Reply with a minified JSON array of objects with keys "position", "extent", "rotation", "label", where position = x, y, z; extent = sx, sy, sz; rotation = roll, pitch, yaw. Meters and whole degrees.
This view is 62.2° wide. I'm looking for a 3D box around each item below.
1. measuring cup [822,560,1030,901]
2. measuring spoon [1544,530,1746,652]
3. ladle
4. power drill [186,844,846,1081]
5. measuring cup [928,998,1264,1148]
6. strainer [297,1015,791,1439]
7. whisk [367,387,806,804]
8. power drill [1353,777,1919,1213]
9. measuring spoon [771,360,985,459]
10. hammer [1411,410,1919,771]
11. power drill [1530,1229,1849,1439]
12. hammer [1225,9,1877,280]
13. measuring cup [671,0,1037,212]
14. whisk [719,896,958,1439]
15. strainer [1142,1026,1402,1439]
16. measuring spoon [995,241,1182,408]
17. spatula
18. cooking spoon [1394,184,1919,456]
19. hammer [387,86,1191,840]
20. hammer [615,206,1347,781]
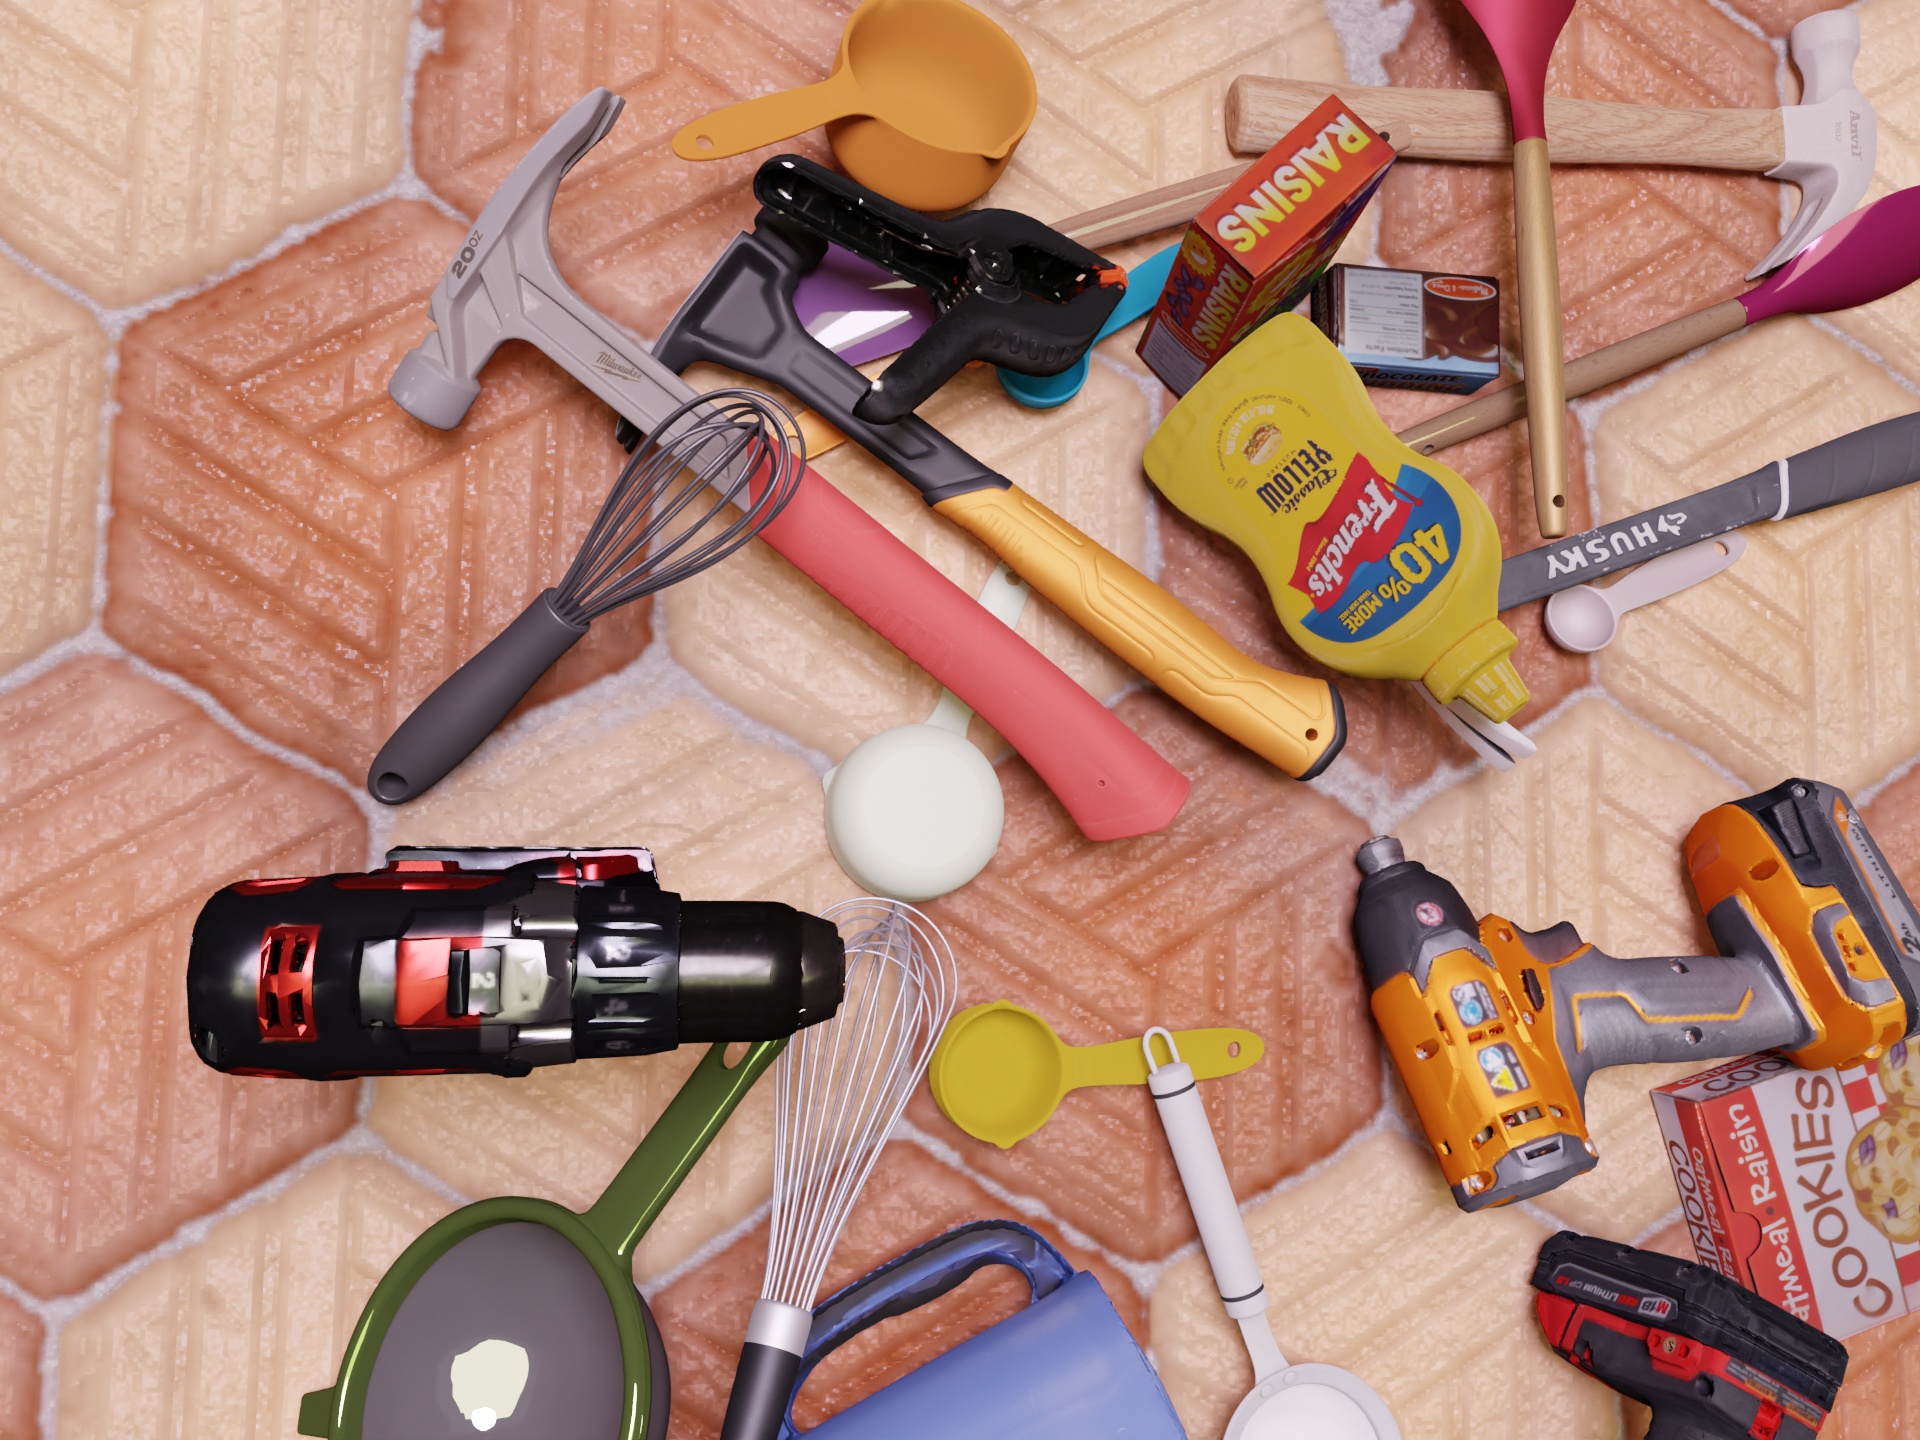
[{"position":[-0.001,-0.002,0.686],"extent":[0.083,0.038,0.168],"rotation":[24,80,-7],"label":"measuring cup"},{"position":[0.329,-0.063,0.765],"extent":[0.124,0.018,0.034],"rotation":[-24,75,-18],"label":"measuring spoon"},{"position":[0.260,-0.238,0.726],"extent":[0.069,0.031,0.315],"rotation":[0,83,-8],"label":"ladle"},{"position":[-0.142,0.083,0.557],"extent":[0.188,0.226,0.080],"rotation":[1,85,-10],"label":"power drill"},{"position":[0.059,0.148,0.695],"extent":[0.156,0.029,0.062],"rotation":[0,86,-22],"label":"measuring cup"},{"position":[-0.133,0.220,0.611],"extent":[0.152,0.069,0.256],"rotation":[33,85,36],"label":"strainer"},{"position":[-0.152,-0.041,0.619],"extent":[0.239,0.055,0.055],"rotation":[-39,93,18],"label":"whisk"},{"position":[0.290,0.102,0.700],"extent":[0.226,0.084,0.164],"rotation":[-17,66,-8],"label":"power drill"},{"position":[-0.037,-0.143,0.709],"extent":[0.117,0.011,0.021],"rotation":[-30,85,-8],"label":"measuring spoon"},{"position":[0.375,-0.100,0.754],"extent":[0.409,0.036,0.149],"rotation":[-18,74,-14],"label":"hammer"},{"position":[0.264,0.335,0.657],"extent":[0.078,0.143,0.220],"rotation":[31,74,-10],"label":"power drill"},{"position":[0.289,-0.282,0.768],"extent":[0.331,0.031,0.130],"rotation":[-1,85,-10],"label":"hammer"},{"position":[-0.049,-0.248,0.673],"extent":[0.173,0.052,0.095],"rotation":[-28,79,-27],"label":"measuring cup"},{"position":[-0.059,0.198,0.604],"extent":[0.070,0.070,0.285],"rotation":[19,62,-8],"label":"whisk"},{"position":[0.124,0.253,0.678],"extent":[0.087,0.050,0.258],"rotation":[-18,88,-19],"label":"strainer"},{"position":[0.067,-0.181,0.729],"extent":[0.128,0.021,0.042],"rotation":[-39,77,-20],"label":"measuring spoon"},{"position":[0.054,-0.221,0.715],"extent":[0.316,0.018,0.060],"rotation":[-18,89,-4],"label":"spatula"},{"position":[0.350,-0.186,0.763],"extent":[0.319,0.068,0.017],"rotation":[-22,53,-6],"label":"cooking spoon"},{"position":[-0.048,-0.081,0.639],"extent":[0.359,0.037,0.149],"rotation":[38,104,-5],"label":"hammer"},{"position":[0.018,-0.077,0.680],"extent":[0.337,0.034,0.127],"rotation":[36,85,0],"label":"hammer"}]
